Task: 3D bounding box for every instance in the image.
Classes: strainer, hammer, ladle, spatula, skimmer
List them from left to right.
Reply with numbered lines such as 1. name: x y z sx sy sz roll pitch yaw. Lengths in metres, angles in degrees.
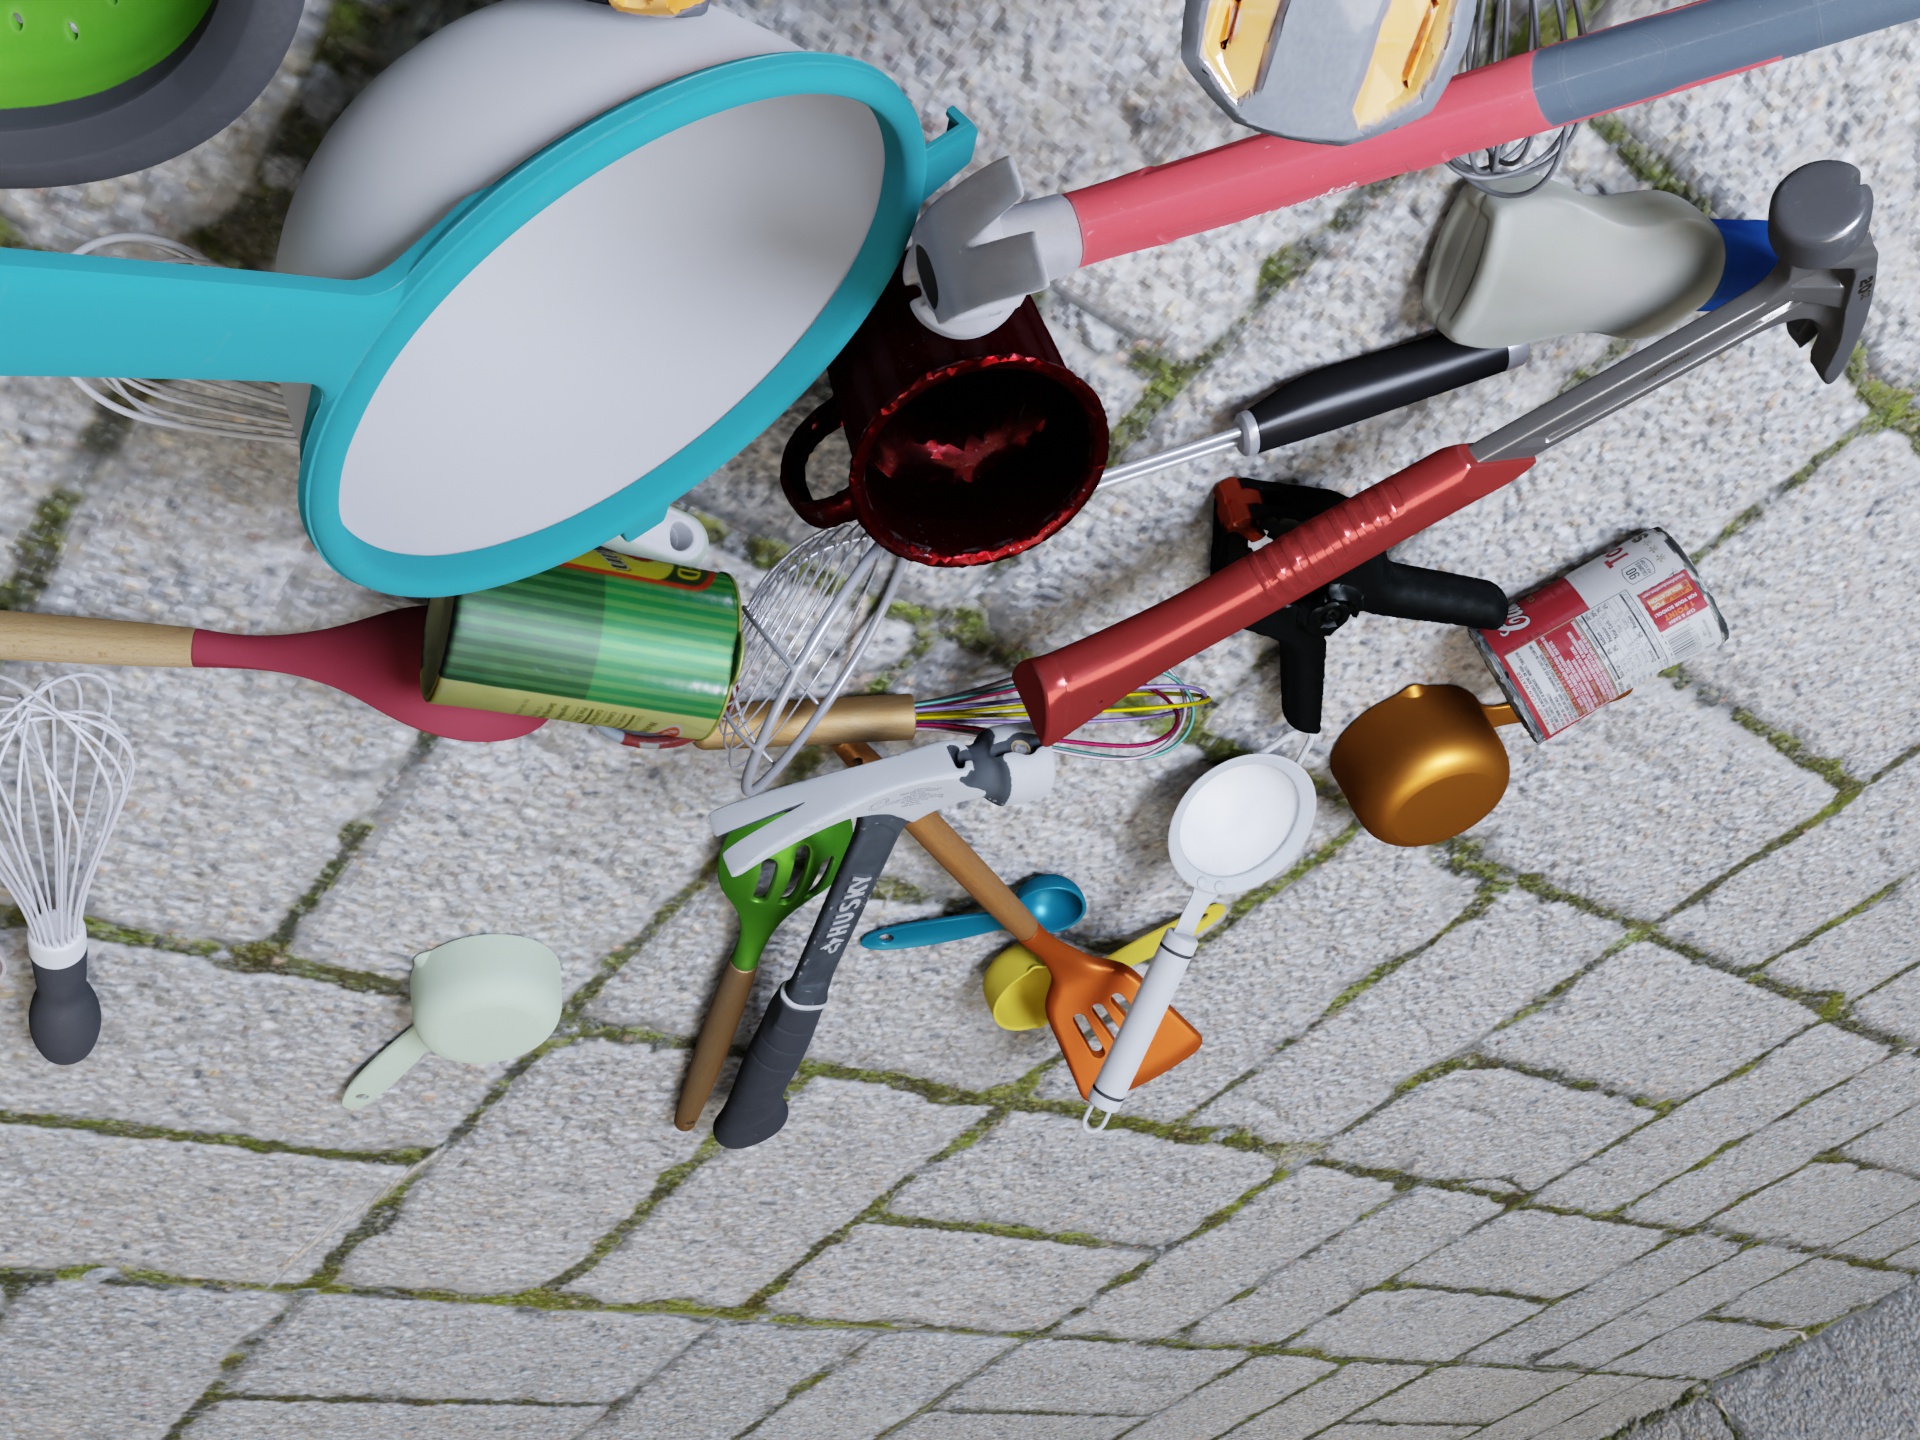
1. ladle: -0.310 -0.029 0.586 0.315 0.069 0.031 4 134 -15
2. strainer: -0.147 -0.126 0.411 0.211 0.095 0.340 -43 170 27
3. hammer: -0.081 0.136 0.819 0.149 0.036 0.408 -11 149 -26
4. spatula: 0.026 0.105 0.844 0.081 0.041 0.322 -30 131 13
5. skimmer: 0.069 -0.070 0.646 0.363 0.090 0.127 -19 173 -3
6. strainer: 0.119 0.112 0.858 0.086 0.050 0.258 18 102 -27
7. hammer: 0.183 -0.086 0.643 0.359 0.037 0.149 -29 159 17
8. hammer: 0.175 -0.185 0.460 0.386 0.143 0.038 -18 101 -5

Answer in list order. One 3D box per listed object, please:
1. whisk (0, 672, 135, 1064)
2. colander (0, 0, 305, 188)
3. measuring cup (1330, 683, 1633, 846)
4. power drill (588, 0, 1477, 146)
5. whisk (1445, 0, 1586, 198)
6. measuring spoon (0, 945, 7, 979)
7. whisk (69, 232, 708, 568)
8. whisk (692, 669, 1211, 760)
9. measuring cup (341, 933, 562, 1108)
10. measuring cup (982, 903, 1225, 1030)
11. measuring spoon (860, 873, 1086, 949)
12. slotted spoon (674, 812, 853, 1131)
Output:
1. whisk: -0.384 0.077 0.675 0.070 0.070 0.284 3 141 -24
2. colander: -0.278 -0.187 0.397 0.204 0.095 0.397 13 149 -26
3. measuring cup: 0.291 0.019 0.860 0.173 0.052 0.095 -14 140 -2
4. power drill: 0.013 -0.227 0.401 0.226 0.185 0.084 12 135 0
5. whisk: 0.171 -0.270 0.489 0.055 0.055 0.238 -18 137 0
6. measuring spoon: -0.449 0.072 0.679 0.034 0.018 0.124 -13 134 -5
7. whisk: -0.188 -0.099 0.553 0.059 0.058 0.246 -3 163 45
8. whisk: -0.002 -0.002 0.740 0.245 0.047 0.051 -3 127 -11
9. measuring cup: -0.275 0.174 0.837 0.167 0.038 0.083 -40 136 22
10. measuring cup: 0.085 0.135 0.948 0.156 0.029 0.062 -22 137 -13
11. measuring spoon: 0.006 0.107 0.890 0.128 0.021 0.042 -11 136 6
12. slotted spoon: -0.122 0.146 0.875 0.070 0.031 0.313 -1 139 -25
